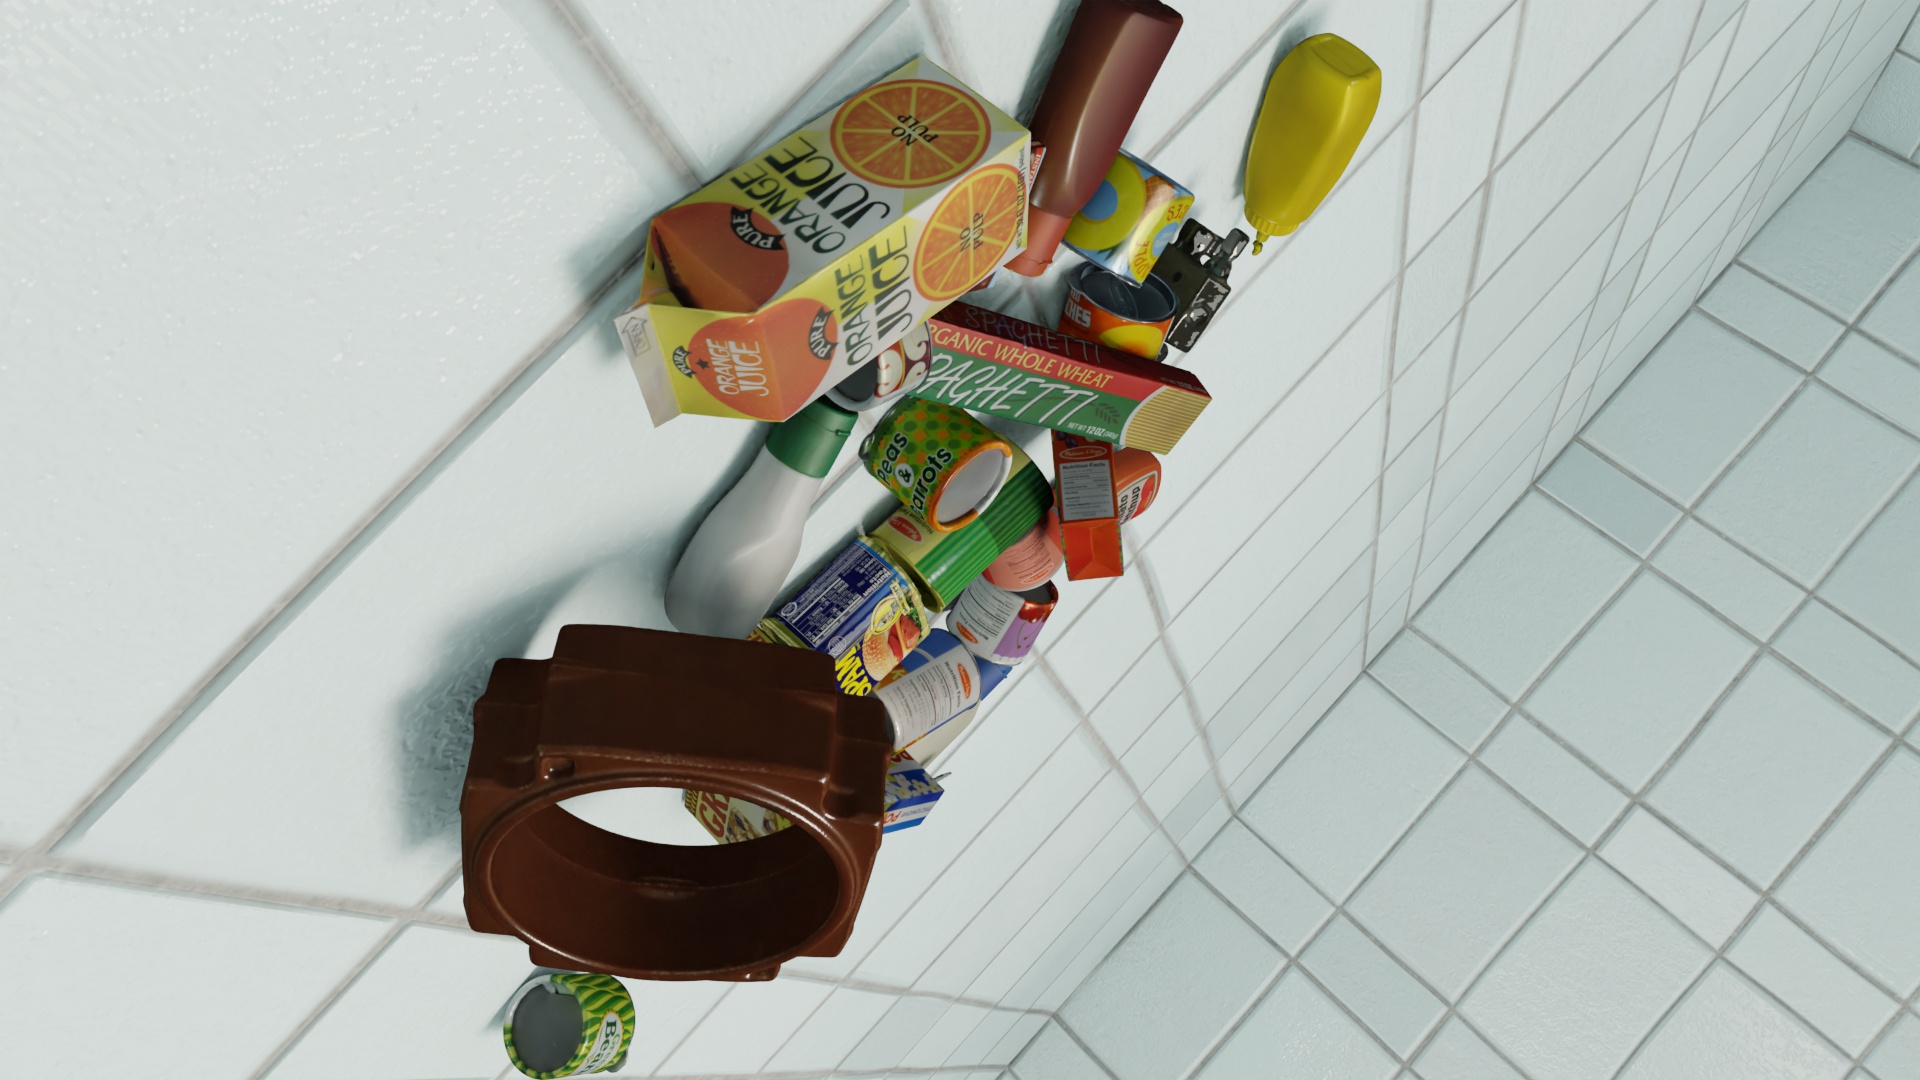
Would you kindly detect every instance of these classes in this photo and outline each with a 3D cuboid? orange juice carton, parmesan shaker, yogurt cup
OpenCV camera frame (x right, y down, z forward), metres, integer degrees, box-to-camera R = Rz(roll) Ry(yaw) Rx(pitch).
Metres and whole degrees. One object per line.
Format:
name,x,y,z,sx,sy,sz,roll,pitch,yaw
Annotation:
orange juice carton,-0.062,-0.121,0.598,0.193,0.073,0.071,-38,154,-21
parmesan shaker,0.003,-0.011,0.874,0.103,0.071,0.071,-42,155,-15
yogurt cup,0.035,-0.006,0.949,0.072,0.072,0.053,-45,148,-8

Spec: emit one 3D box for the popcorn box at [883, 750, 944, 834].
popcorn box,-0.078,0.168,0.984,0.038,0.085,0.127,-54,155,16

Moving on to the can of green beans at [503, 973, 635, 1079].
can of green beans,-0.261,0.323,0.928,0.071,0.071,0.057,-49,156,0

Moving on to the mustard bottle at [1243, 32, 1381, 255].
mustard bottle,0.218,-0.249,0.905,0.049,0.065,0.159,-29,155,-27

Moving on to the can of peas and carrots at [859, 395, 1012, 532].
can of peas and carrots,-0.014,-0.046,0.809,0.071,0.059,0.070,-38,154,-23

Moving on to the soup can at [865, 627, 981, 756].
soup can,-0.039,0.109,0.993,0.084,0.071,0.071,-27,148,-38

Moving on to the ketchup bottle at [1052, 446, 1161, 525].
ketchup bottle,0.088,-0.021,1.039,0.149,0.043,0.064,-28,148,-37

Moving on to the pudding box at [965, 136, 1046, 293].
pudding box,0.005,-0.166,0.700,0.050,0.030,0.083,-23,146,-46

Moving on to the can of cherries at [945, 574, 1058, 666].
can of cherries,0.032,0.049,1.021,0.072,0.071,0.058,-10,134,-55

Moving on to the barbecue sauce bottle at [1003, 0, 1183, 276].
barbecue sauce bottle,0.058,-0.207,0.712,0.065,0.044,0.147,-23,146,-54

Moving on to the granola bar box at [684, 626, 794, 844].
granola bar box,-0.110,0.147,0.850,0.039,0.124,0.164,-30,150,-39

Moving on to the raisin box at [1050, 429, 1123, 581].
raisin box,0.080,-0.047,0.900,0.040,0.124,0.085,-6,153,7

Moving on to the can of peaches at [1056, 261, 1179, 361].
can of peaches,0.092,-0.132,0.857,0.071,0.071,0.057,-28,149,-39

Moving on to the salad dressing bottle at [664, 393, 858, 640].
salad dressing bottle,-0.103,-0.013,0.727,0.064,0.044,0.147,2,124,-58

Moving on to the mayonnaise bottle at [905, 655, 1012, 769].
mayonnaise bottle,-0.022,0.140,1.095,0.148,0.041,0.064,-44,149,-13

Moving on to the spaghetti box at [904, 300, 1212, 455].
spaghetti box,0.046,-0.092,0.786,0.250,0.029,0.050,8,128,-42

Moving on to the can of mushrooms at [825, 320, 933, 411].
can of mushrooms,-0.048,-0.099,0.667,0.033,0.071,0.070,-30,150,-34

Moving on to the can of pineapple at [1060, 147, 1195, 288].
can of pineapple,0.089,-0.182,0.770,0.071,0.071,0.057,-2,128,-59
